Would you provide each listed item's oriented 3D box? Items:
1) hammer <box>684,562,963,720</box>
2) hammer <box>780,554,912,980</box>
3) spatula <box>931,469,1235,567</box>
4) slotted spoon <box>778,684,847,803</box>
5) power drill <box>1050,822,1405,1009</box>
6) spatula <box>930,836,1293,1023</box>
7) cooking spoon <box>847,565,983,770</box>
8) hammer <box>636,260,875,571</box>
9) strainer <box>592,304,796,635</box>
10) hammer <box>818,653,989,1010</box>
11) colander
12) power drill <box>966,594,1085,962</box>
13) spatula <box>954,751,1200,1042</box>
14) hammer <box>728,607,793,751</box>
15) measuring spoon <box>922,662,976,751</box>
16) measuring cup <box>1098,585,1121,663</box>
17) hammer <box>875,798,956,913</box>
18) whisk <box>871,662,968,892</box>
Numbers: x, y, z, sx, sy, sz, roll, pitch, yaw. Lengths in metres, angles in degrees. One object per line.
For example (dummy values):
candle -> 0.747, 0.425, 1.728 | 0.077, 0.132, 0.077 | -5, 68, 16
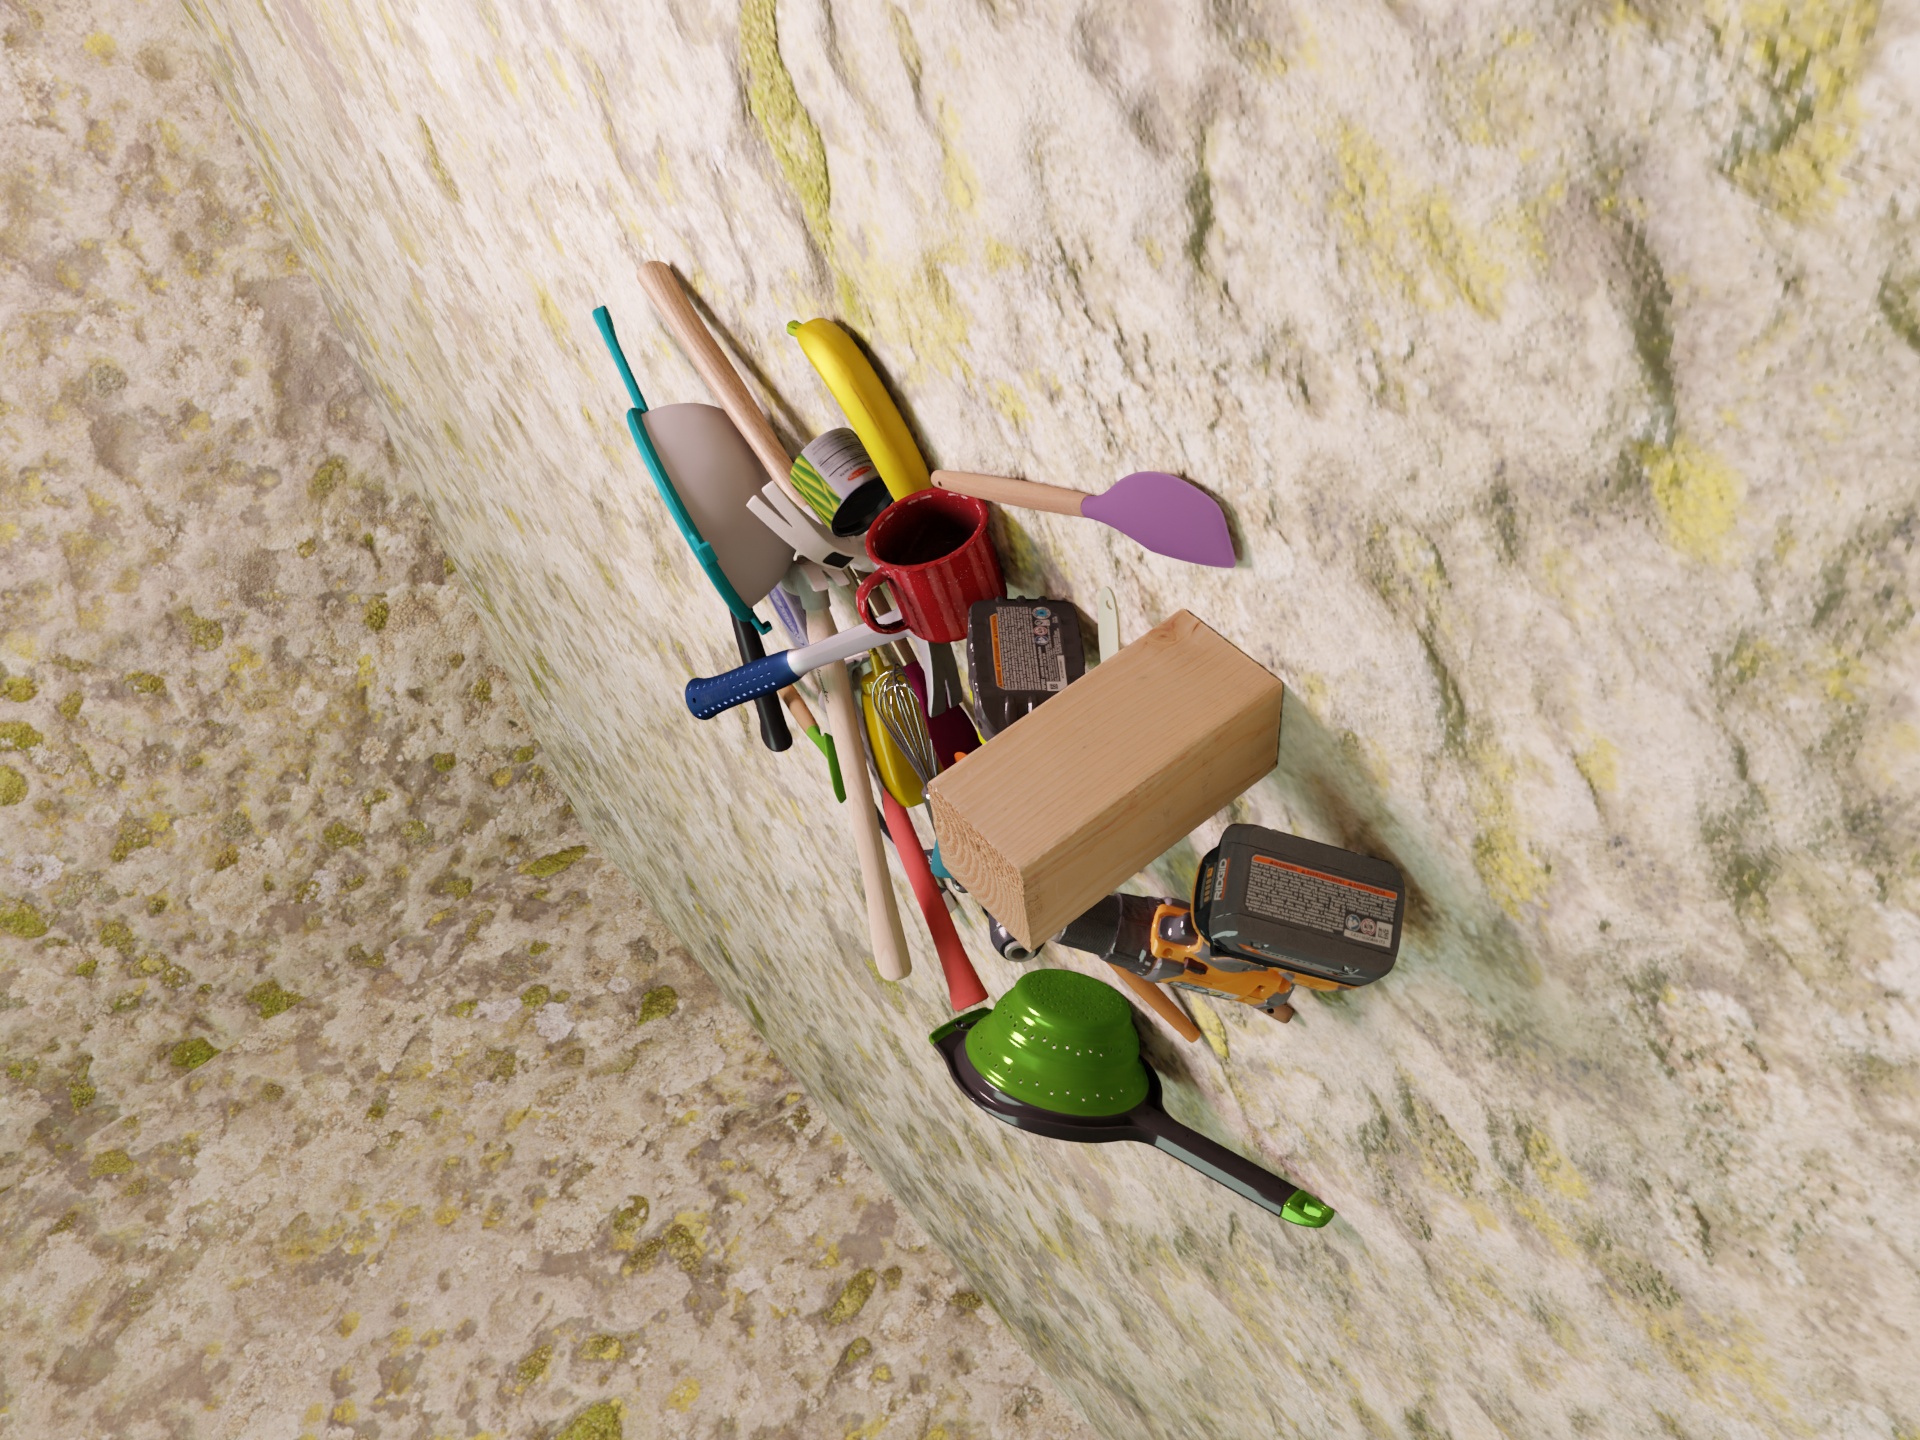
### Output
hammer -> -0.135, -0.046, 1.384 | 0.405, 0.035, 0.144 | -16, 99, 54
hammer -> -0.096, 0.052, 1.478 | 0.146, 0.038, 0.410 | -151, 48, -69
spatula -> 0.068, -0.144, 1.033 | 0.316, 0.018, 0.059 | 22, 139, 55
slotted spoon -> -0.162, -0.001, 1.673 | 0.314, 0.031, 0.070 | -131, 24, -59
power drill -> 0.163, 0.131, 1.041 | 0.185, 0.084, 0.226 | 16, 160, -9
spatula -> 0.118, 0.156, 1.258 | 0.318, 0.044, 0.082 | 29, 119, 26
cooking spoon -> -0.056, -0.072, 1.386 | 0.017, 0.069, 0.319 | -28, 91, 36
hammer -> -0.185, -0.262, 1.342 | 0.331, 0.031, 0.130 | 56, -159, 17
strainer -> -0.230, -0.253, 1.424 | 0.341, 0.095, 0.210 | 63, 180, 18
hammer -> -0.053, 0.111, 1.569 | 0.359, 0.036, 0.149 | 67, 162, 7
colander -> 0.160, 0.322, 1.428 | 0.397, 0.204, 0.094 | 23, 110, 30
power drill -> 0.042, 0.043, 1.154 | 0.191, 0.080, 0.228 | -93, 5, -46
spatula -> 0.098, 0.155, 1.351 | 0.322, 0.041, 0.081 | 46, 173, -9
hammer -> -0.226, -0.113, 1.638 | 0.146, 0.035, 0.334 | 41, 149, 55
measuring spoon -> -0.002, -0.005, 1.422 | 0.117, 0.011, 0.021 | 61, 162, -4
measuring cup -> 0.117, -0.026, 1.082 | 0.083, 0.038, 0.167 | 39, 147, 45
hammer -> 0.006, 0.127, 1.567 | 0.149, 0.036, 0.409 | 58, 159, -4
whisk -> -0.026, 0.057, 1.457 | 0.059, 0.058, 0.246 | -83, -22, -62
